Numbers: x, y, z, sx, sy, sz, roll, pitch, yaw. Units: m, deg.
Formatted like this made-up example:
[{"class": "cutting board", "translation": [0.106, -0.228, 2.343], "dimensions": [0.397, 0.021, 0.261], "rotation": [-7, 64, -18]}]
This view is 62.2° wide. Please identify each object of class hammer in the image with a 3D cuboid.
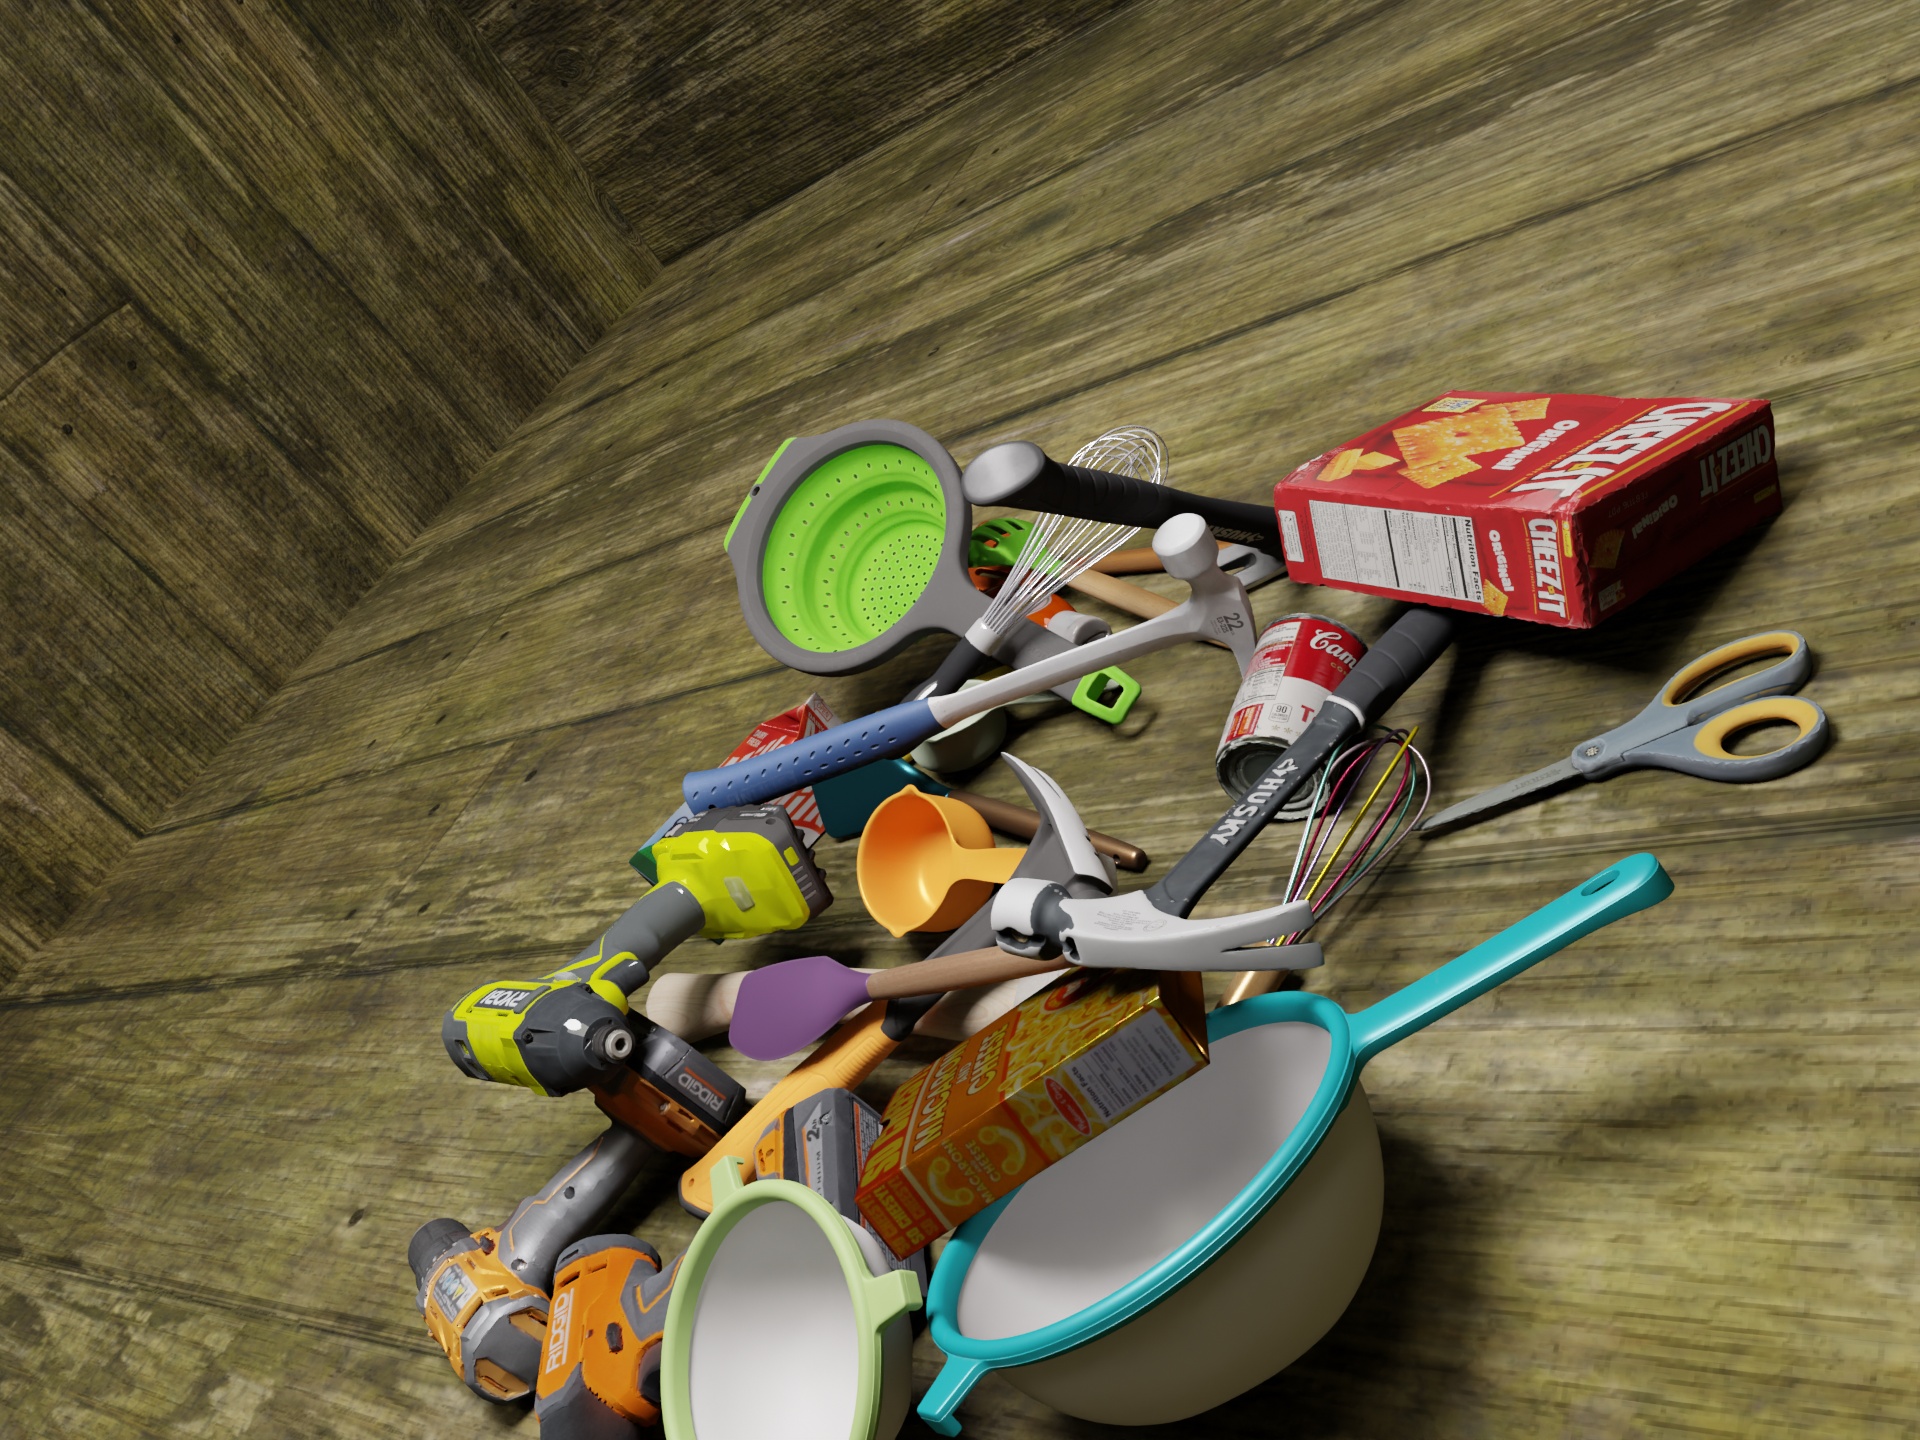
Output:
[{"class": "hammer", "translation": [-0.049, 0.167, 0.886], "dimensions": [0.337, 0.034, 0.127], "rotation": [-46, 39, 21]}, {"class": "hammer", "translation": [0.123, -0.125, 0.962], "dimensions": [0.146, 0.334, 0.035], "rotation": [-30, 69, 38]}, {"class": "hammer", "translation": [-0.002, -0.003, 1.023], "dimensions": [0.405, 0.143, 0.035], "rotation": [-20, 37, 23]}, {"class": "hammer", "translation": [-0.068, 0.160, 0.973], "dimensions": [0.411, 0.038, 0.146], "rotation": [-10, 61, 47]}, {"class": "hammer", "translation": [0.189, 0.005, 0.800], "dimensions": [0.149, 0.036, 0.409], "rotation": [2, 29, 41]}]

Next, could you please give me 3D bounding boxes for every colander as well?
[{"class": "colander", "translation": [-0.008, -0.085, 1.179], "dimensions": [0.397, 0.094, 0.204], "rotation": [32, 91, 36]}]

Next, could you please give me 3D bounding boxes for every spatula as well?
[{"class": "spatula", "translation": [0.112, -0.127, 1.218], "dimensions": [0.323, 0.041, 0.081], "rotation": [0, 49, 50]}, {"class": "spatula", "translation": [-0.028, 0.139, 0.834], "dimensions": [0.316, 0.018, 0.060], "rotation": [-20, 51, 44]}, {"class": "spatula", "translation": [0.003, 0.064, 1.058], "dimensions": [0.044, 0.082, 0.318], "rotation": [-24, 22, -32]}]

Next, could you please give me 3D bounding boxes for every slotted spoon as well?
[{"class": "slotted spoon", "translation": [0.096, -0.103, 1.167], "dimensions": [0.070, 0.031, 0.314], "rotation": [-33, 35, -21]}]

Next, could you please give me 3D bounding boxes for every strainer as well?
[{"class": "strainer", "translation": [0.146, 0.177, 0.634], "dimensions": [0.340, 0.095, 0.211], "rotation": [-35, 5, 15]}, {"class": "strainer", "translation": [-0.076, 0.331, 0.693], "dimensions": [0.152, 0.069, 0.256], "rotation": [11, 87, 50]}]

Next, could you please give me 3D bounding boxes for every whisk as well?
[{"class": "whisk", "translation": [0.169, 0.097, 0.803], "dimensions": [0.245, 0.051, 0.047], "rotation": [-54, 14, -17]}, {"class": "whisk", "translation": [0.038, -0.080, 1.060], "dimensions": [0.284, 0.070, 0.070], "rotation": [-50, 25, 14]}]

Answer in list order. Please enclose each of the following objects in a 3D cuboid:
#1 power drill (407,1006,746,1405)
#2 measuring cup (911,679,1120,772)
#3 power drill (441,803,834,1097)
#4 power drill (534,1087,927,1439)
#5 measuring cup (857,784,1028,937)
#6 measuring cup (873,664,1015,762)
[{"class": "power drill", "translation": [-0.255, 0.292, 1.004], "dimensions": [0.226, 0.084, 0.185], "rotation": [-54, 29, -18]}, {"class": "measuring cup", "translation": [0.038, -0.001, 1.134], "dimensions": [0.167, 0.038, 0.083], "rotation": [-10, 30, 20]}, {"class": "power drill", "translation": [-0.191, 0.144, 0.981], "dimensions": [0.171, 0.080, 0.223], "rotation": [-8, 25, 48]}, {"class": "power drill", "translation": [-0.128, 0.308, 0.821], "dimensions": [0.226, 0.084, 0.164], "rotation": [-35, 30, 15]}, {"class": "measuring cup", "translation": [0.013, 0.090, 0.980], "dimensions": [0.174, 0.052, 0.095], "rotation": [-2, 81, 43]}, {"class": "measuring cup", "translation": [-0.009, -0.004, 1.211], "dimensions": [0.156, 0.029, 0.062], "rotation": [-25, 27, 3]}]
